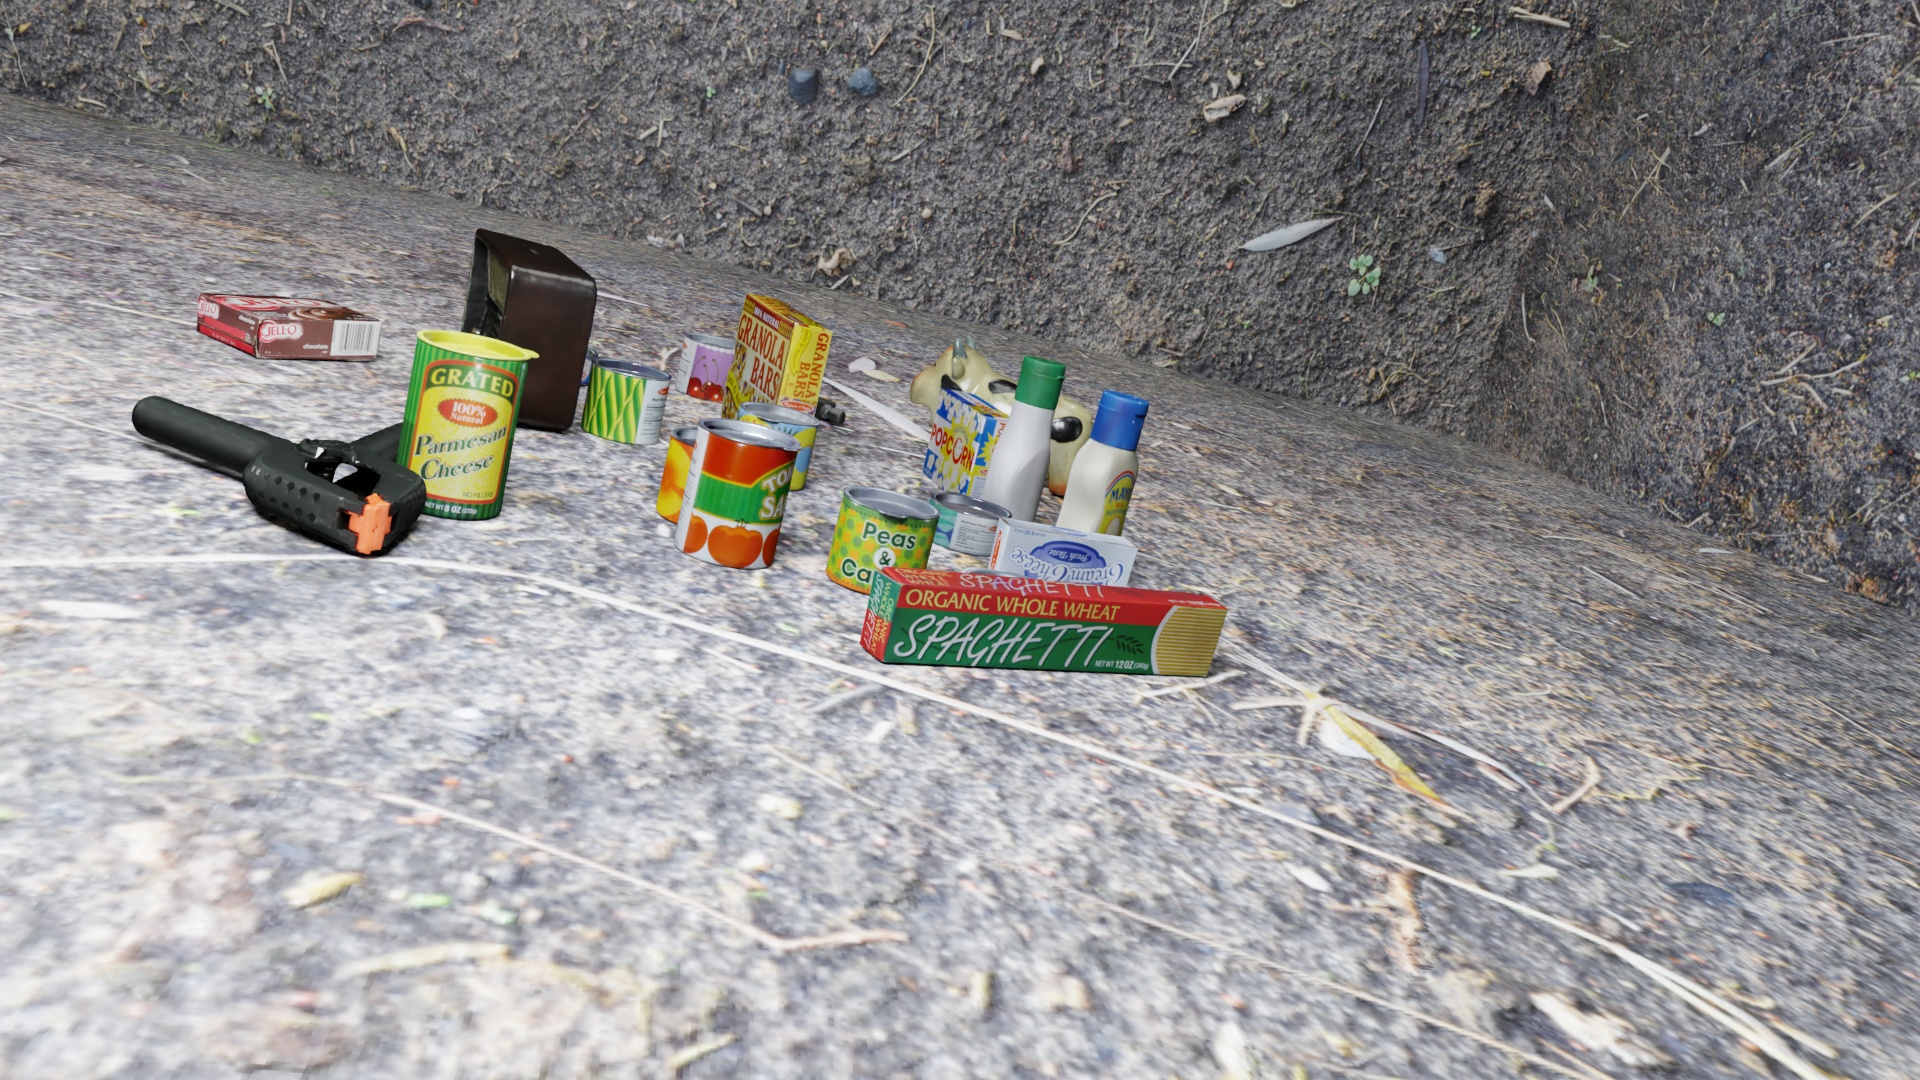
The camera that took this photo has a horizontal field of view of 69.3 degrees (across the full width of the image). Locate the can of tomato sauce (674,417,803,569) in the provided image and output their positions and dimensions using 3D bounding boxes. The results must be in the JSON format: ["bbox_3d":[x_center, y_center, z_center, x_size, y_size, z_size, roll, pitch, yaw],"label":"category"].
[{"bbox_3d":[-0.143,-0.030,0.897,0.071,0.083,0.071,14,13,-3],"label":"can of tomato sauce"}]

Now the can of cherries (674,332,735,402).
[{"bbox_3d":[-0.256,-0.179,1.441,0.071,0.058,0.071,14,13,-3],"label":"can of cherries"}]

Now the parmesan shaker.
[{"bbox_3d":[-0.302,-0.070,0.849,0.071,0.102,0.071,14,13,-3],"label":"parmesan shaker"}]

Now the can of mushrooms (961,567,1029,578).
[{"bbox_3d":[0.029,0.043,0.884,0.071,0.033,0.071,14,13,-3],"label":"can of mushrooms"}]

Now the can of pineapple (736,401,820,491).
[{"bbox_3d":[-0.154,-0.077,1.132,0.071,0.057,0.071,14,13,-3],"label":"can of pineapple"}]

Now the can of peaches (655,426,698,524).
[{"bbox_3d":[-0.175,-0.042,0.968,0.071,0.058,0.071,14,13,-3],"label":"can of peaches"}]

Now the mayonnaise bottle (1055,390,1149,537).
[{"bbox_3d":[0.106,-0.038,1.049,0.041,0.147,0.065,23,15,33],"label":"mayonnaise bottle"}]

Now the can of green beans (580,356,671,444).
[{"bbox_3d":[-0.280,-0.116,1.161,0.071,0.057,0.071,14,13,-3],"label":"can of green beans"}]

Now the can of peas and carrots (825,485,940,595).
[{"bbox_3d":[-0.051,0.002,0.916,0.071,0.058,0.071,14,13,-3],"label":"can of peas and carrots"}]

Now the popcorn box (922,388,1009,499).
[{"bbox_3d":[0.008,-0.084,1.274,0.038,0.085,0.127,9,14,-22],"label":"popcorn box"}]

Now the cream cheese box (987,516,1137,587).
[{"bbox_3d":[0.071,0.018,0.987,0.104,0.053,0.024,9,14,-22],"label":"cream cheese box"}]

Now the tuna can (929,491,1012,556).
[{"bbox_3d":[0.004,-0.014,1.093,0.071,0.032,0.071,14,13,-3],"label":"tuna can"}]

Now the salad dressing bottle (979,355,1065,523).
[{"bbox_3d":[0.054,-0.080,1.170,0.044,0.147,0.064,22,15,29],"label":"salad dressing bottle"}]

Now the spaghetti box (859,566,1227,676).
[{"bbox_3d":[0.057,0.052,0.843,0.250,0.050,0.029,6,15,-33],"label":"spaghetti box"}]

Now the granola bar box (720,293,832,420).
[{"bbox_3d":[-0.172,-0.150,1.270,0.039,0.124,0.166,8,14,-26],"label":"granola bar box"}]
